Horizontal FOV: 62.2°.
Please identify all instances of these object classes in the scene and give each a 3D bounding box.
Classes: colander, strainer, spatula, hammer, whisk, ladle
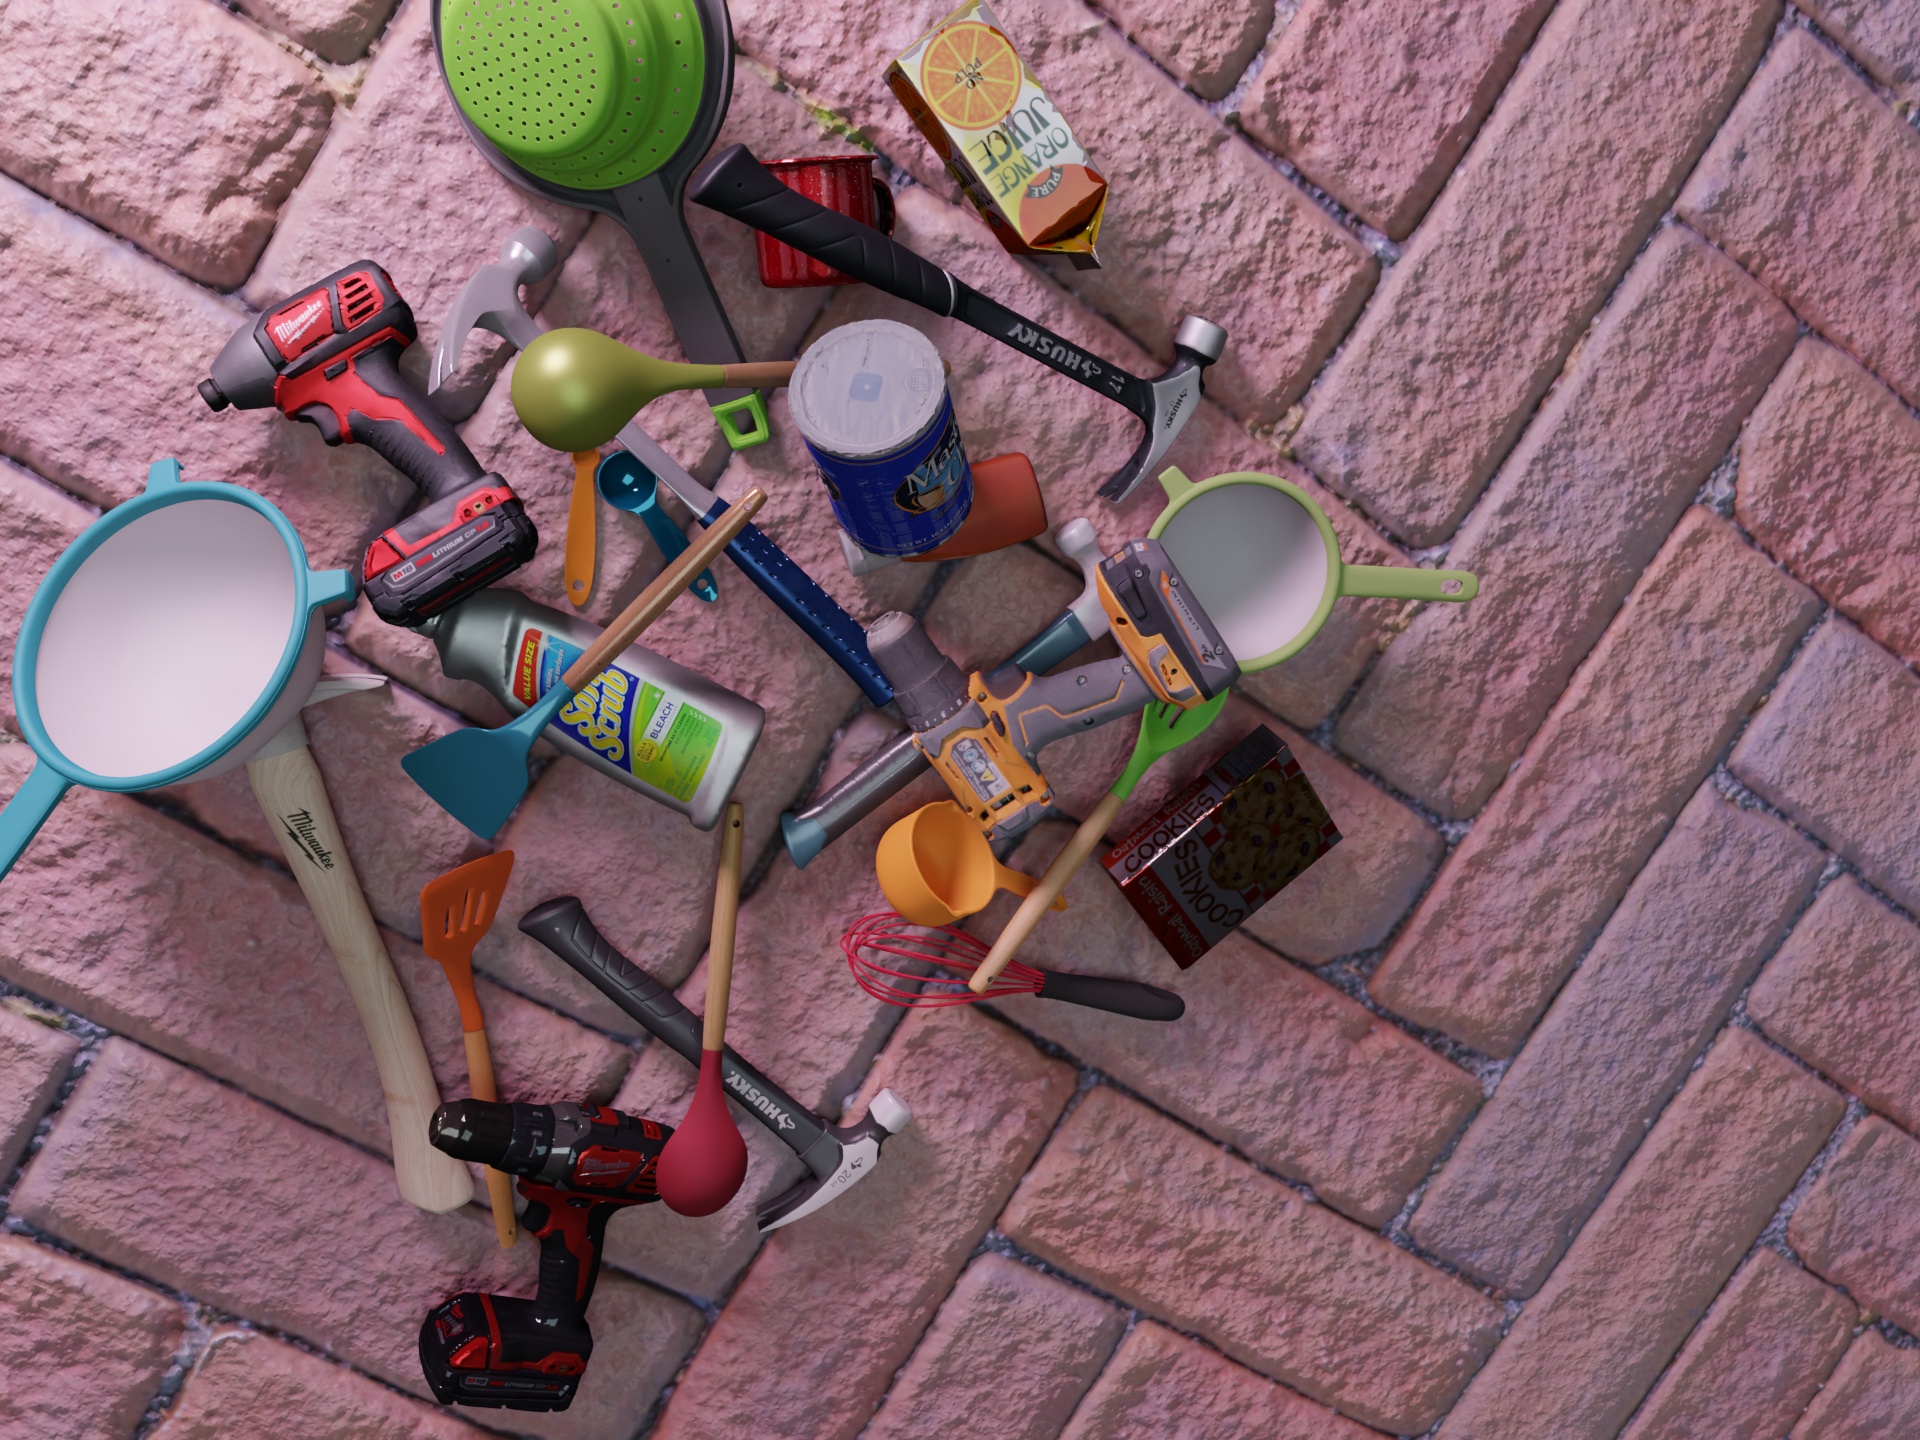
[{"bbox_3d":[-0.222,-0.344,1.018,0.204,0.095,0.396,-13,117,19],"label":"colander"},{"bbox_3d":[0.256,-0.112,1.198,0.256,0.069,0.151,3,106,-5],"label":"strainer"},{"bbox_3d":[-0.247,-0.045,1.078,0.317,0.044,0.082,-44,104,4],"label":"spatula"},{"bbox_3d":[-0.202,0.253,1.214,0.146,0.035,0.334,-46,107,0],"label":"hammer"},{"bbox_3d":[-0.424,0.169,1.150,0.146,0.038,0.410,-17,106,-9],"label":"hammer"},{"bbox_3d":[0.045,0.202,1.242,0.295,0.073,0.073,13,99,-19],"label":"whisk"},{"bbox_3d":[0.003,-0.277,1.082,0.408,0.036,0.149,19,101,-32],"label":"hammer"},{"bbox_3d":[-0.144,-0.228,1.068,0.320,0.062,0.078,-11,88,-36],"label":"ladle"},{"bbox_3d":[-0.529,0.010,1.028,0.211,0.095,0.340,30,81,22],"label":"strainer"},{"bbox_3d":[-0.186,-0.150,1.102,0.405,0.035,0.144,44,49,-22],"label":"hammer"},{"bbox_3d":[-0.180,0.218,1.181,0.069,0.031,0.315,5,92,-22],"label":"ladle"},{"bbox_3d":[-0.351,0.252,1.177,0.081,0.041,0.322,-25,116,-50],"label":"spatula"},{"bbox_3d":[-0.002,-0.004,1.199,0.331,0.033,0.128,-37,106,-1],"label":"hammer"}]

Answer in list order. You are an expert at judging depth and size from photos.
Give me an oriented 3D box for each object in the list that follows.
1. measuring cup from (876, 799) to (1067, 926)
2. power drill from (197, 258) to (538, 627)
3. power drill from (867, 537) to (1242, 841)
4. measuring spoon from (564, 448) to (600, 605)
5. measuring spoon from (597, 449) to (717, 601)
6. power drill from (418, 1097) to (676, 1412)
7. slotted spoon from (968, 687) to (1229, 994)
[{"bbox_3d":[0.008,0.125,1.218,0.052,0.095,0.173,-28,141,36],"label":"measuring cup"},{"bbox_3d":[-0.387,-0.177,1.041,0.143,0.078,0.219,-32,92,-9],"label":"power drill"},{"bbox_3d":[0.061,-0.041,1.135,0.226,0.084,0.185,-33,104,11],"label":"power drill"},{"bbox_3d":[-0.268,-0.139,1.128,0.021,0.011,0.117,4,105,-12],"label":"measuring spoon"},{"bbox_3d":[-0.214,-0.138,1.138,0.042,0.021,0.128,-37,116,-7],"label":"measuring spoon"},{"bbox_3d":[-0.328,0.386,1.179,0.187,0.080,0.226,20,95,-31],"label":"power drill"},{"bbox_3d":[0.102,0.077,1.211,0.314,0.031,0.070,-53,127,-9],"label":"slotted spoon"}]
